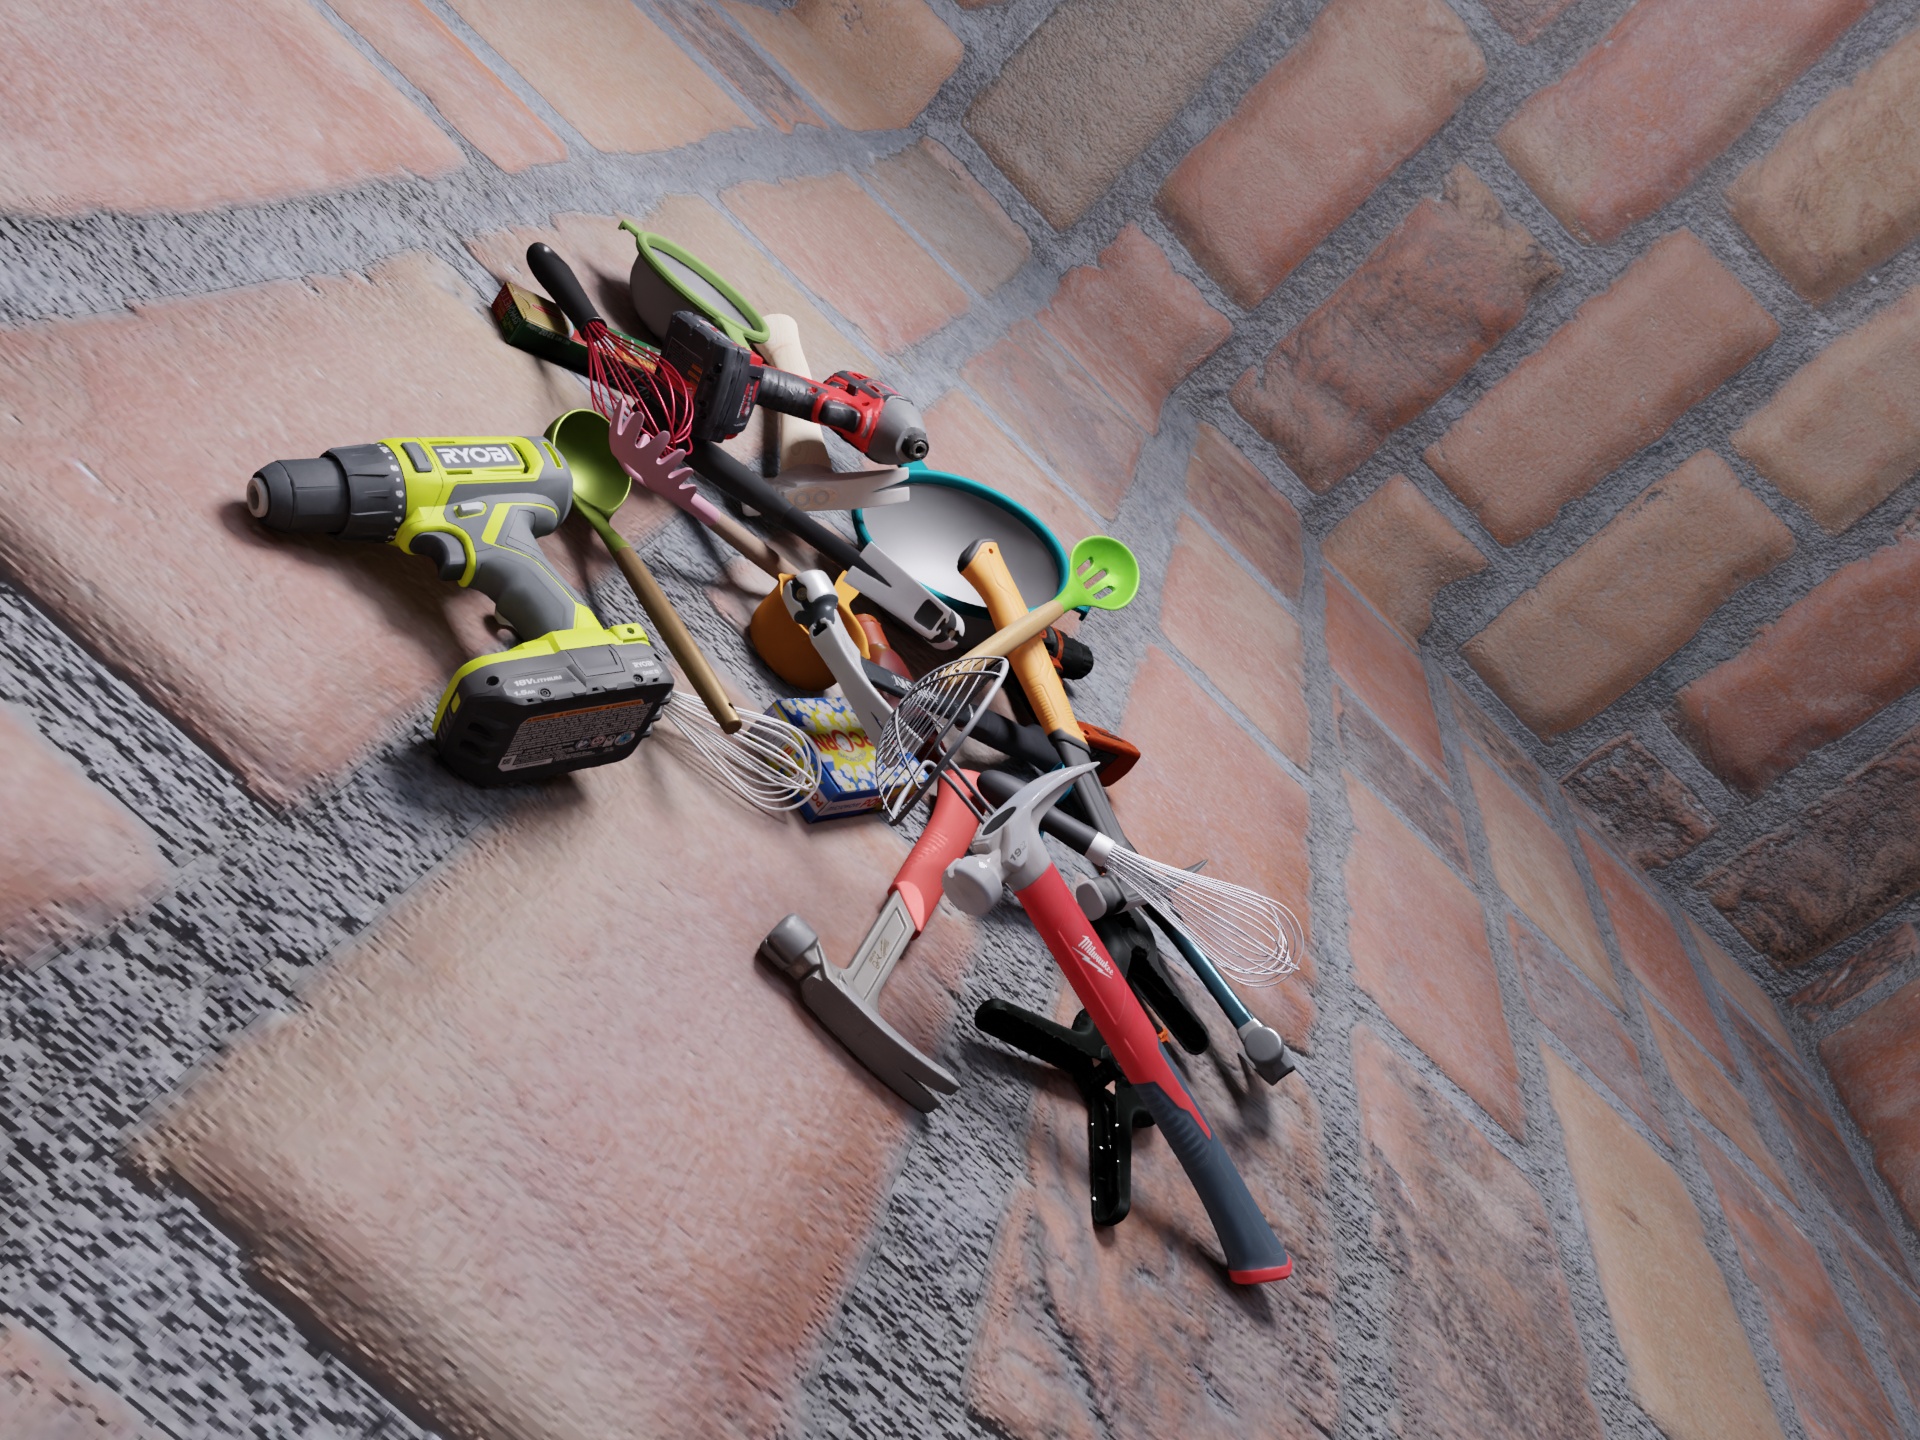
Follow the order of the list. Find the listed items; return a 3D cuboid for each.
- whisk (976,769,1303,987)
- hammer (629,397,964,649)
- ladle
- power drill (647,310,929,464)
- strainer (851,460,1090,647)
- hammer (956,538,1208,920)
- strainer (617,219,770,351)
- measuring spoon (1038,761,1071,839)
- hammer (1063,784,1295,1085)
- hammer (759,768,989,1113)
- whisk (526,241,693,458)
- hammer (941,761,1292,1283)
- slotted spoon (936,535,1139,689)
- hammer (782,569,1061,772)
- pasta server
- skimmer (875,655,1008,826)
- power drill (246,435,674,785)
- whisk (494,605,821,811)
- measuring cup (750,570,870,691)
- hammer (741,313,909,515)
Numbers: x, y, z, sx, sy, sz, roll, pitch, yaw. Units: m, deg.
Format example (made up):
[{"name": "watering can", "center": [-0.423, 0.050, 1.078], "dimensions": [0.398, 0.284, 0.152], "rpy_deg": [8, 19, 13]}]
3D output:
[{"name": "whisk", "center": [0.135, 0.116, 1.221], "dimensions": [0.284, 0.070, 0.070], "rpy_deg": [31, 22, 8]}, {"name": "hammer", "center": [-0.146, -0.169, 1.257], "dimensions": [0.335, 0.035, 0.146], "rpy_deg": [37, 1, 25]}, {"name": "ladle", "center": [-0.213, -0.107, 1.089], "dimensions": [0.078, 0.062, 0.320], "rpy_deg": [27, 21, -51]}, {"name": "power drill", "center": [-0.132, -0.263, 1.318], "dimensions": [0.219, 0.078, 0.143], "rpy_deg": [7, 24, -37]}, {"name": "strainer", "center": [-0.037, -0.176, 1.496], "dimensions": [0.211, 0.095, 0.341], "rpy_deg": [-2, 44, -32]}, {"name": "hammer", "center": [0.086, -0.003, 1.321], "dimensions": [0.127, 0.034, 0.337], "rpy_deg": [-13, 72, -39]}, {"name": "strainer", "center": [-0.236, -0.351, 1.467], "dimensions": [0.151, 0.069, 0.257], "rpy_deg": [23, 26, -46]}, {"name": "measuring spoon", "center": [0.078, 0.082, 1.362], "dimensions": [0.021, 0.042, 0.129], "rpy_deg": [34, 33, -10]}, {"name": "hammer", "center": [0.177, 0.169, 1.352], "dimensions": [0.331, 0.033, 0.128], "rpy_deg": [55, 0, 32]}, {"name": "hammer", "center": [-0.023, 0.124, 1.119], "dimensions": [0.149, 0.036, 0.359], "rpy_deg": [45, 24, -4]}, {"name": "whisk", "center": [-0.284, -0.300, 1.262], "dimensions": [0.073, 0.073, 0.296], "rpy_deg": [16, 31, -50]}, {"name": "hammer", "center": [0.130, 0.215, 1.070], "dimensions": [0.143, 0.038, 0.386], "rpy_deg": [-42, 108, -38]}, {"name": "slotted spoon", "center": [0.065, -0.086, 1.309], "dimensions": [0.070, 0.031, 0.314], "rpy_deg": [54, 38, 0]}, {"name": "hammer", "center": [-0.002, -0.004, 1.262], "dimensions": [0.149, 0.036, 0.408], "rpy_deg": [60, 15, 22]}, {"name": "pasta server", "center": [-0.172, -0.151, 1.220], "dimensions": [0.060, 0.040, 0.316], "rpy_deg": [38, 0, 31]}, {"name": "skimmer", "center": [0.036, 0.075, 1.112], "dimensions": [0.090, 0.127, 0.362], "rpy_deg": [25, -16, 33]}, {"name": "power drill", "center": [-0.287, -0.077, 0.928], "dimensions": [0.190, 0.080, 0.229], "rpy_deg": [-11, 58, -45]}, {"name": "whisk", "center": [-0.195, -0.013, 1.045], "dimensions": [0.246, 0.059, 0.058], "rpy_deg": [32, -10, -22]}, {"name": "measuring cup", "center": [-0.115, -0.080, 1.276], "dimensions": [0.095, 0.052, 0.174], "rpy_deg": [43, 21, -8]}, {"name": "hammer", "center": [-0.147, -0.305, 1.527], "dimensions": [0.146, 0.038, 0.411], "rpy_deg": [-5, 35, -8]}]
